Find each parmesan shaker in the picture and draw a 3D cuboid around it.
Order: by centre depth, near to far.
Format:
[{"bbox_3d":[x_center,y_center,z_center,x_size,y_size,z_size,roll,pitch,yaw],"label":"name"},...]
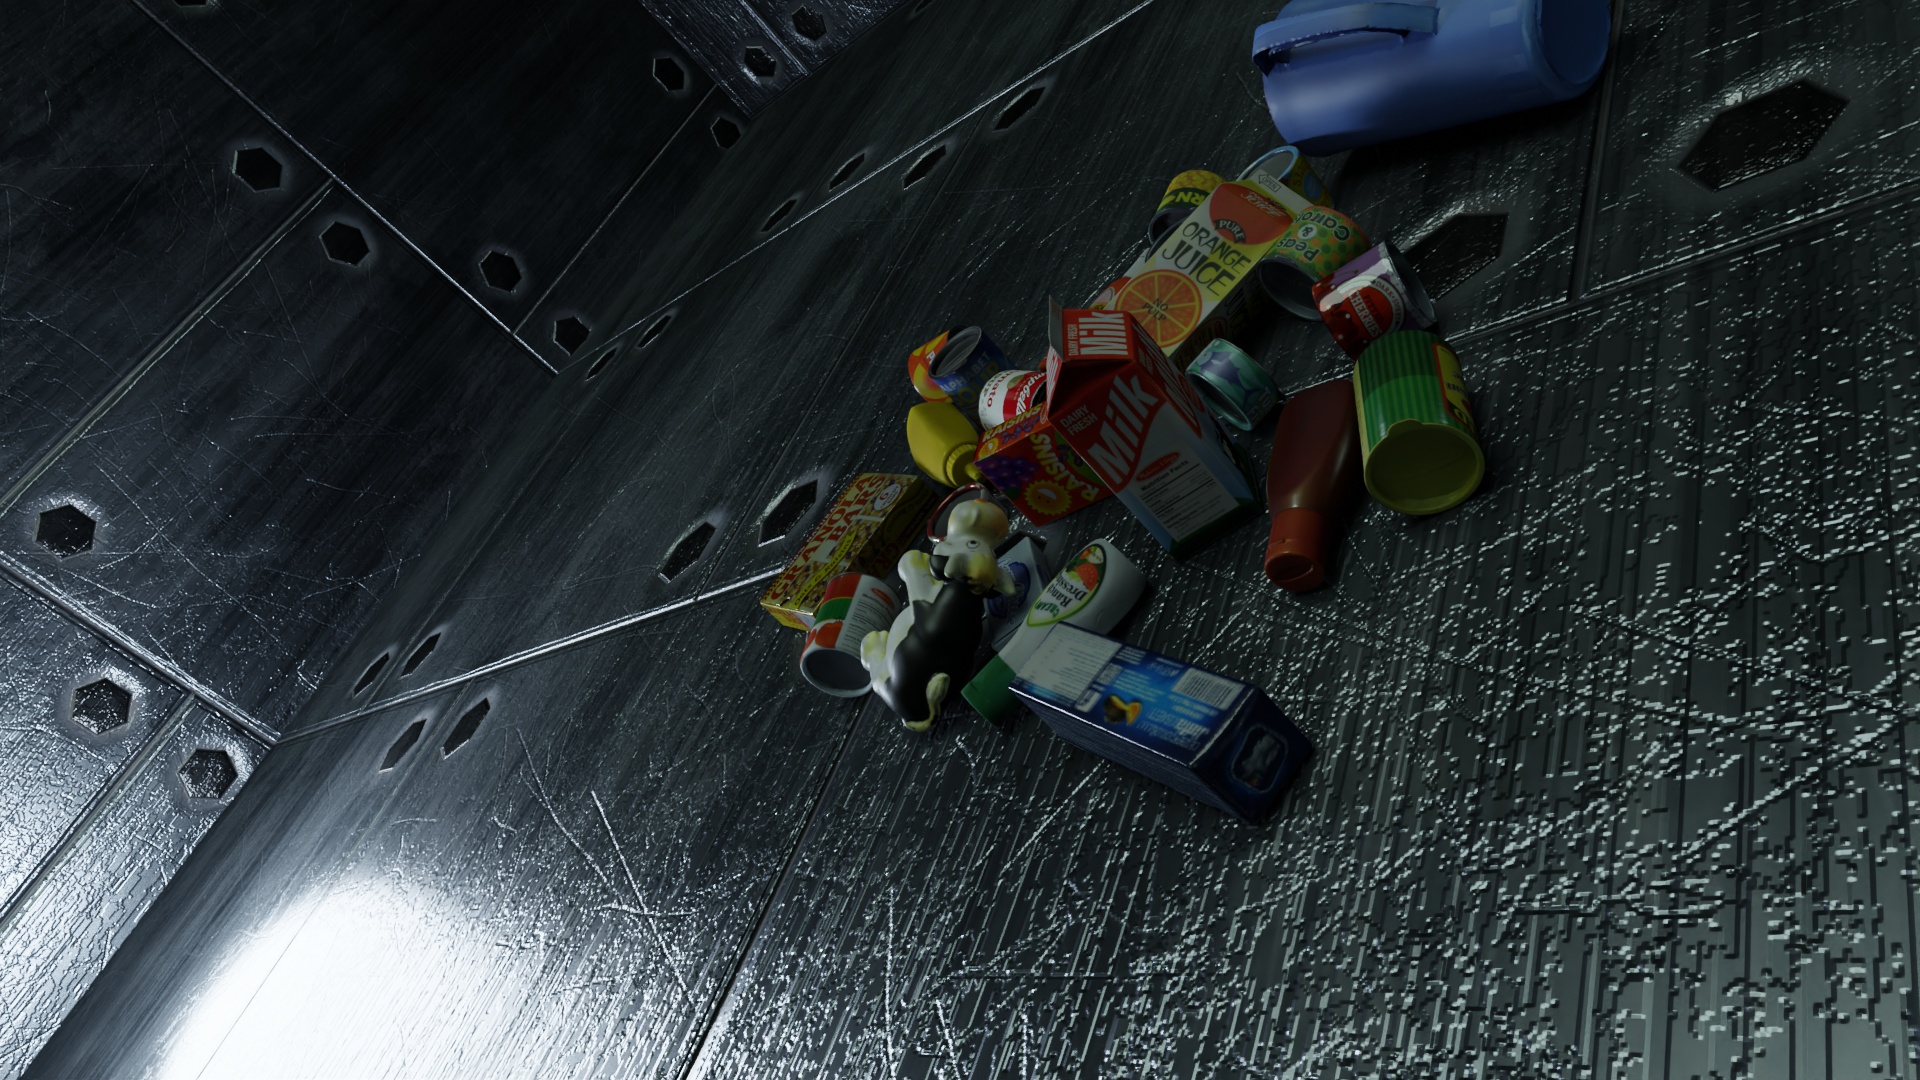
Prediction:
[{"bbox_3d":[0.272,-0.075,0.833,0.071,0.071,0.103,-29,30,31],"label":"parmesan shaker"}]

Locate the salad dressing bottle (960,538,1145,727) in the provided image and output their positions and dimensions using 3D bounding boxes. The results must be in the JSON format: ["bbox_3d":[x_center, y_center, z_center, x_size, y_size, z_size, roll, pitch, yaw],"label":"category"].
[{"bbox_3d":[0.064,0.066,0.969,0.147,0.044,0.064,-46,30,-1],"label":"salad dressing bottle"}]

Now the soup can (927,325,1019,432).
[{"bbox_3d":[0.021,-0.147,1.299,0.071,0.083,0.072,-35,27,22],"label":"soup can"}]

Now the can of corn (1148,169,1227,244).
[{"bbox_3d":[0.211,-0.291,1.247,0.071,0.071,0.058,-16,38,47],"label":"can of corn"}]

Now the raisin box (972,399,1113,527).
[{"bbox_3d":[0.084,-0.069,1.089,0.123,0.086,0.040,-25,34,36],"label":"raisin box"}]

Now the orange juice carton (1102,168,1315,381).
[{"bbox_3d":[0.201,-0.209,1.105,0.193,0.073,0.072,-47,65,-3],"label":"orange juice carton"}]

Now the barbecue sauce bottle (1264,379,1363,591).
[{"bbox_3d":[0.222,-0.035,0.881,0.064,0.043,0.149,-27,31,45],"label":"barbecue sauce bottle"}]

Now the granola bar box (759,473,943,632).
[{"bbox_3d":[-0.106,0.010,1.309,0.166,0.039,0.124,-54,26,-17],"label":"granola bar box"}]

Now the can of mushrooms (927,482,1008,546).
[{"bbox_3d":[0.004,-0.015,1.189,0.071,0.033,0.071,-35,28,22],"label":"can of mushrooms"}]

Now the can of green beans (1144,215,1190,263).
[{"bbox_3d":[0.202,-0.237,1.192,0.071,0.057,0.071,-35,27,21],"label":"can of green beans"}]

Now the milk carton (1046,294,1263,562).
[{"bbox_3d":[0.118,-0.082,0.935,0.073,0.190,0.073,-34,28,23],"label":"milk carton"}]

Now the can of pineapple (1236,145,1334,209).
[{"bbox_3d":[0.271,-0.288,1.164,0.071,0.057,0.071,-35,27,21],"label":"can of pineapple"}]

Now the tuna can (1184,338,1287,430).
[{"bbox_3d":[0.199,-0.111,1.006,0.033,0.071,0.071,-47,25,-1],"label":"tuna can"}]

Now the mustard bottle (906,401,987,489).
[{"bbox_3d":[-0.006,-0.080,1.269,0.049,0.065,0.161,-10,25,-17],"label":"mustard bottle"}]

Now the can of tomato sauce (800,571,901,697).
[{"bbox_3d":[-0.092,0.080,1.156,0.071,0.071,0.083,-26,32,36],"label":"can of tomato sauce"}]

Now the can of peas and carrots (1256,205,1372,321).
[{"bbox_3d":[0.265,-0.210,1.042,0.059,0.071,0.071,-50,26,-11],"label":"can of peas and carrots"}]

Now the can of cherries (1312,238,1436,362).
[{"bbox_3d":[0.282,-0.162,0.950,0.058,0.071,0.072,-31,29,29],"label":"can of cherries"}]

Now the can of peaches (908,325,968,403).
[{"bbox_3d":[-0.012,-0.176,1.409,0.058,0.071,0.071,-25,32,38],"label":"can of peaches"}]

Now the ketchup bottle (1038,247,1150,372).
[{"bbox_3d":[0.136,-0.198,1.250,0.149,0.043,0.065,-50,26,-10],"label":"ketchup bottle"}]

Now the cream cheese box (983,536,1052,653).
[{"bbox_3d":[0.044,0.043,1.053,0.053,0.024,0.104,-38,26,15],"label":"cream cheese box"}]
